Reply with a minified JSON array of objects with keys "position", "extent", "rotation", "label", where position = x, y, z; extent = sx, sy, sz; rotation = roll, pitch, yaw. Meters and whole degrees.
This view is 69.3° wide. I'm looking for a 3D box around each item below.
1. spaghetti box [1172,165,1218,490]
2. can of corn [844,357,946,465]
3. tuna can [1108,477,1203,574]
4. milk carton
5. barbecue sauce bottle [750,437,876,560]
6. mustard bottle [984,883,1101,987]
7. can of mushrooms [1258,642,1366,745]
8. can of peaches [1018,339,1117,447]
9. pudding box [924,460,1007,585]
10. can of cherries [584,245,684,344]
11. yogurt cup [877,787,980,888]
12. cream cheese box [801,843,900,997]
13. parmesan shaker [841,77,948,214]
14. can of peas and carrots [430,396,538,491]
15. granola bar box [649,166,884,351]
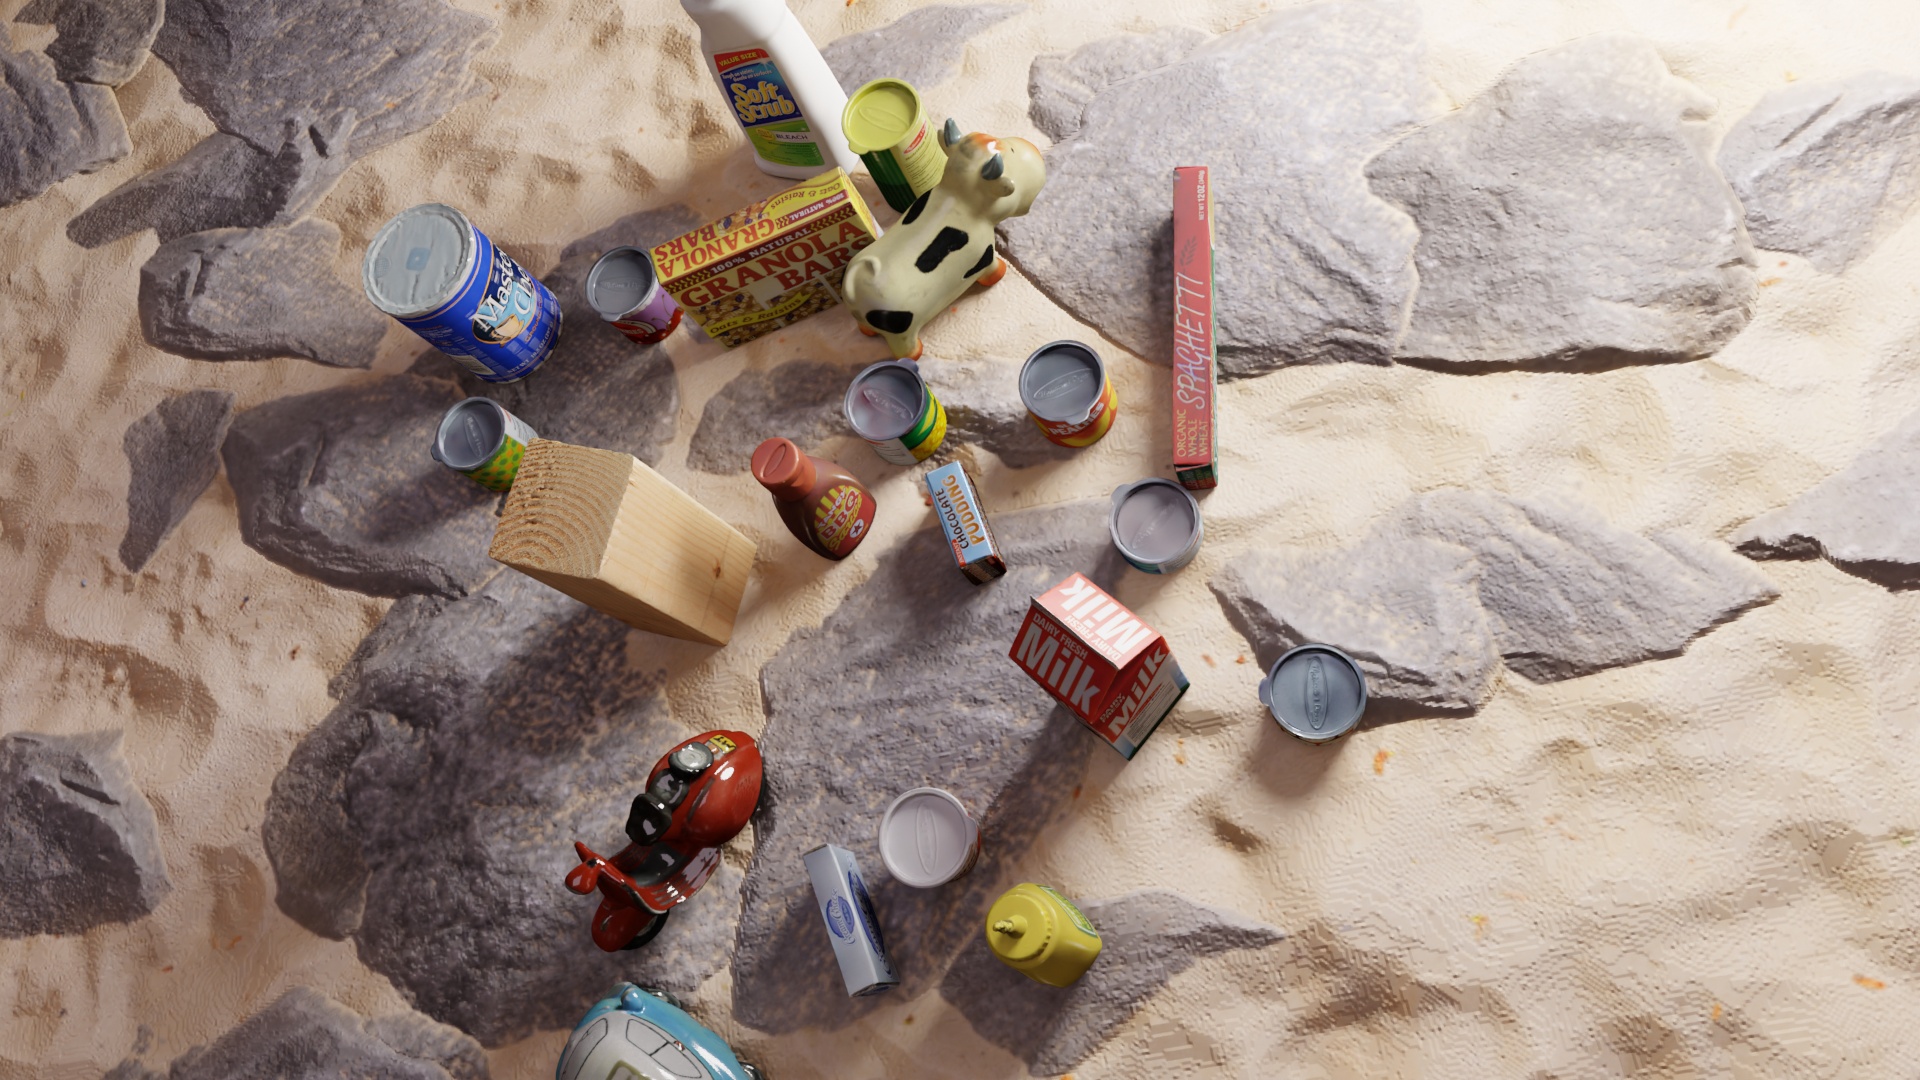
[{"position":[0.177,-0.162,1.048],"extent":[0.028,0.050,0.251],"rotation":[-2,71,15],"label":"spaghetti box"},{"position":[-0.048,-0.101,1.087],"extent":[0.071,0.058,0.071],"rotation":[-5,71,14],"label":"can of corn"},{"position":[0.142,-0.011,1.017],"extent":[0.071,0.032,0.071],"rotation":[-5,71,14],"label":"tuna can"},{"position":[0.091,0.082,0.914],"extent":[0.072,0.190,0.073],"rotation":[38,86,23],"label":"milk carton"},{"position":[-0.111,-0.034,1.033],"extent":[0.044,0.148,0.065],"rotation":[31,83,23],"label":"barbecue sauce bottle"},{"position":[0.048,0.250,0.886],"extent":[0.065,0.160,0.049],"rotation":[42,87,23],"label":"mustard bottle"},{"position":[0.241,0.105,0.949],"extent":[0.071,0.033,0.071],"rotation":[-5,71,14],"label":"can of mushrooms"},{"position":[0.083,-0.108,1.052],"extent":[0.071,0.058,0.071],"rotation":[-5,71,14],"label":"can of peaches"},{"position":[0.004,-0.013,1.047],"extent":[0.030,0.049,0.084],"rotation":[-23,67,8],"label":"pudding box"},{"position":[-0.278,-0.207,1.188],"extent":[0.071,0.058,0.071],"rotation":[-5,71,14],"label":"can of cherries"},{"position":[-0.018,0.211,0.976],"extent":[0.072,0.054,0.072],"rotation":[-5,71,14],"label":"yogurt cup"},{"position":[-0.076,0.266,0.974],"extent":[0.024,0.053,0.104],"rotation":[-26,67,7],"label":"cream cheese box"},{"position":[-0.051,-0.318,1.136],"extent":[0.071,0.103,0.071],"rotation":[-5,71,15],"label":"parmesan shaker"},{"position":[-0.402,-0.079,1.180],"extent":[0.071,0.058,0.071],"rotation":[-5,71,14],"label":"can of peas and carrots"},{"position":[-0.146,-0.223,1.120],"extent":[0.165,0.124,0.039],"rotation":[-22,68,8],"label":"granola bar box"}]
